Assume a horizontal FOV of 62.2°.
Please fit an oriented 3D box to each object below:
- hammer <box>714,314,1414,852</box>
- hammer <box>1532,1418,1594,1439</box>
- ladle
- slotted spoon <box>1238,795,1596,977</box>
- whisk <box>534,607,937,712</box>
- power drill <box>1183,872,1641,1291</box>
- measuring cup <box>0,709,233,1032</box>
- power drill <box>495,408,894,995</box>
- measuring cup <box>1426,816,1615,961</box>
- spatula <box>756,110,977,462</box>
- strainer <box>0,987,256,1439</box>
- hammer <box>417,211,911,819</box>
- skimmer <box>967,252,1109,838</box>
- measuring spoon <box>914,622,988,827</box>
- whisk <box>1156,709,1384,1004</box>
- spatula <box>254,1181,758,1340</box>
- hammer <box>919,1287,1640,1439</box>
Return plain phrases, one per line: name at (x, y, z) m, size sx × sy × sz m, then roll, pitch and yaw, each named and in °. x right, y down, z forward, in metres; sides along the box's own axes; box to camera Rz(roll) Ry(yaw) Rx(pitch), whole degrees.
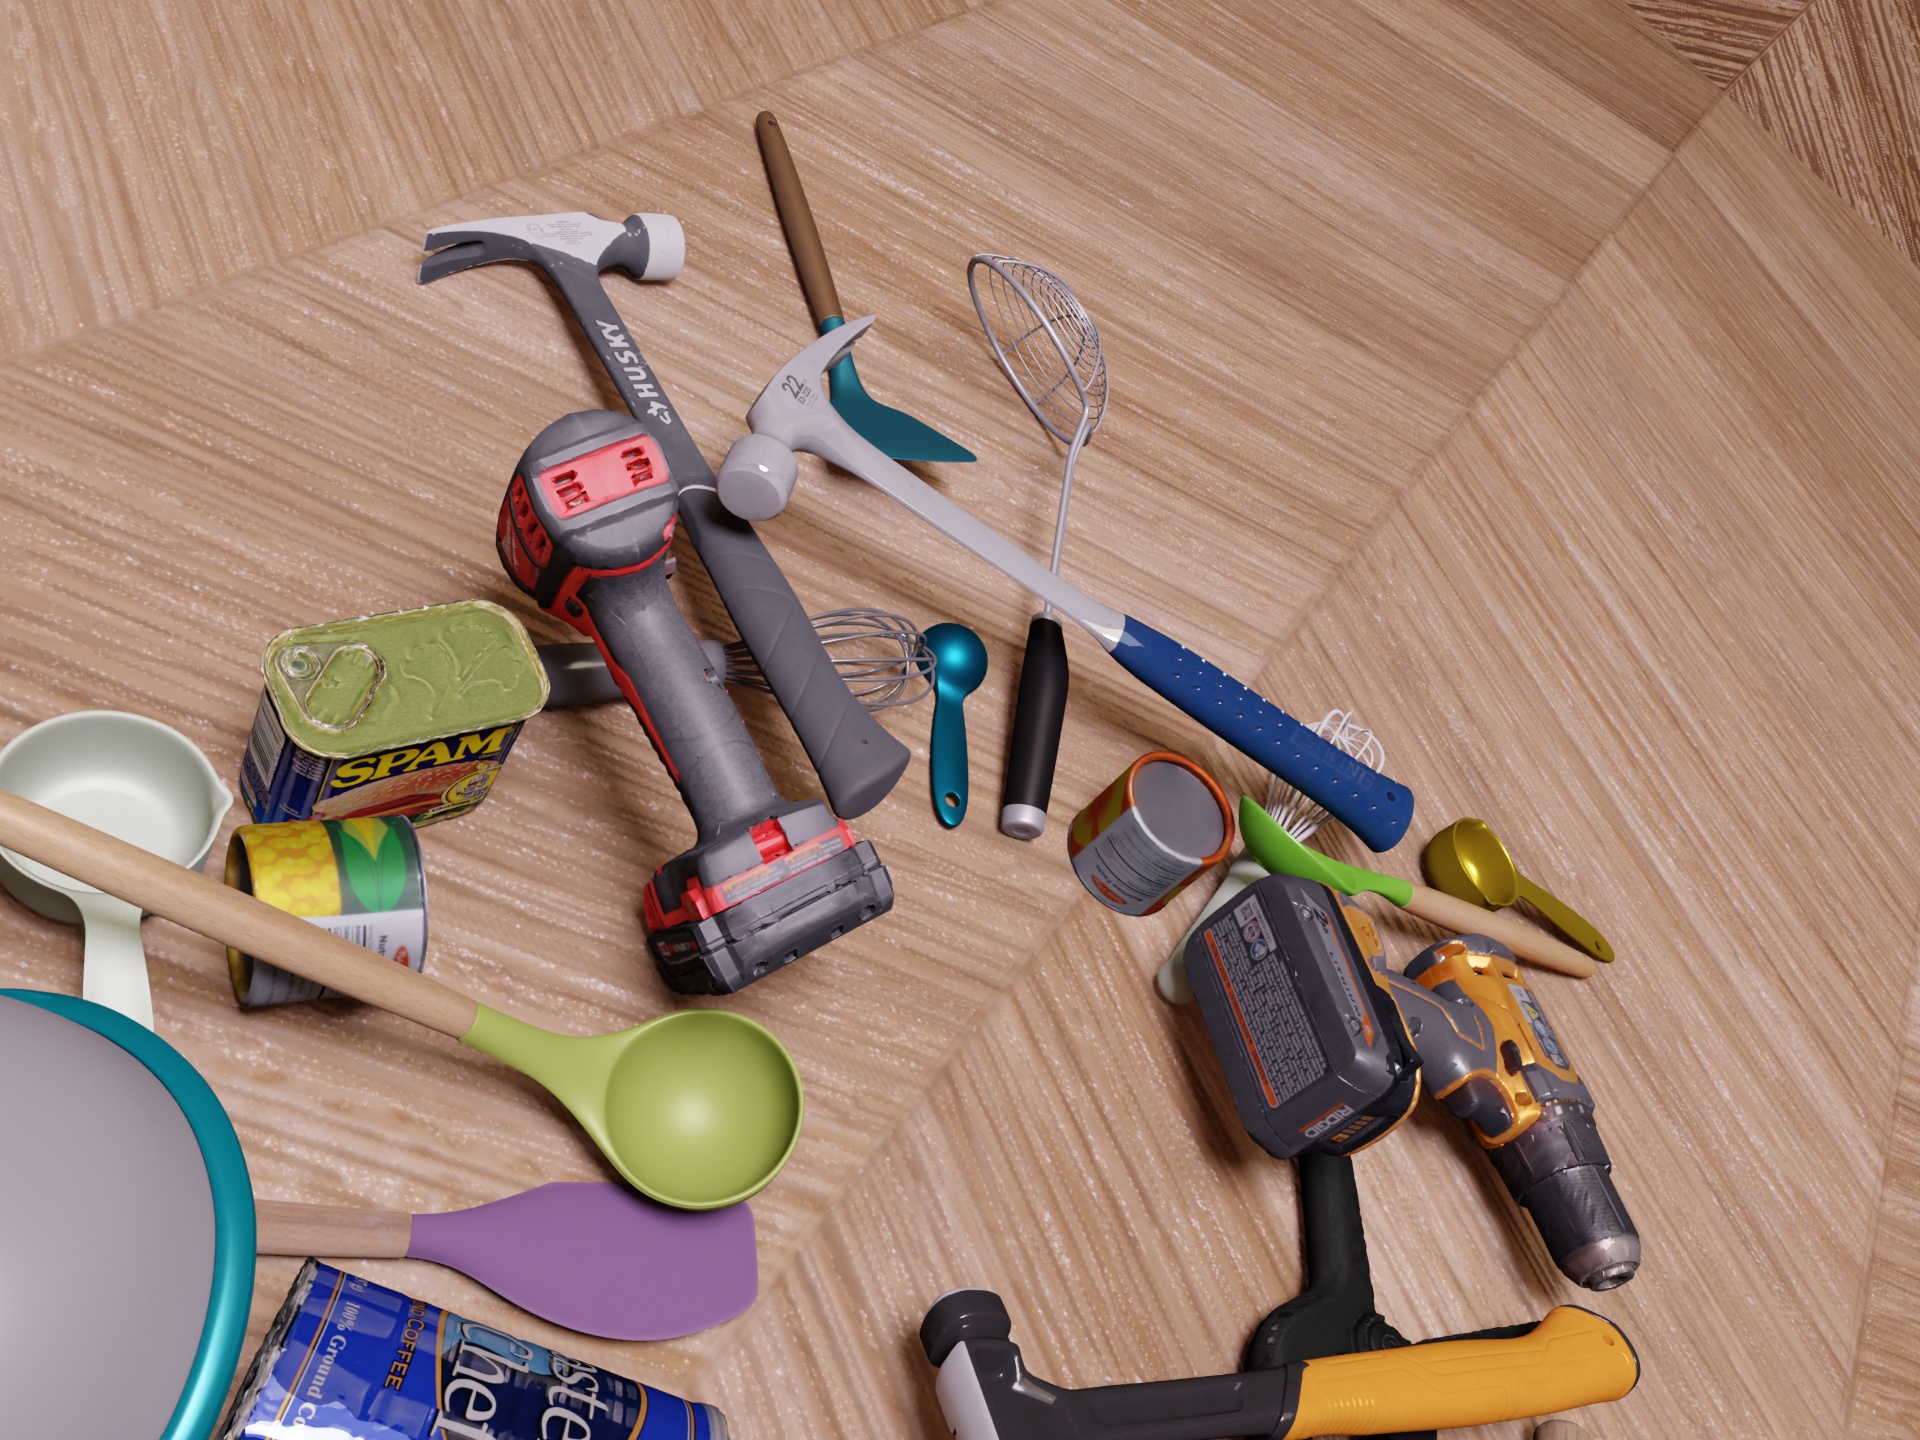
hammer at (0.071, -0.055, 0.806) m, size 0.405 × 0.035 × 0.144 m, roll 33°, pitch 46°, yaw -17°
hammer at (0.246, 0.434, 0.616) m, size 0.331 × 0.031 × 0.130 m, roll -68°, pitch 141°, yaw -51°
ladle at (-0.186, 0.090, 0.545) m, size 0.319 × 0.062 × 0.078 m, roll 35°, pitch 50°, yaw -33°
slotted spoon at (0.257, 0.102, 0.866) m, size 0.313 × 0.031 × 0.070 m, roll 22°, pitch 14°, yaw -35°
whisk at (-0.115, -0.024, 0.746) m, size 0.239 × 0.055 × 0.055 m, roll -5°, pitch 61°, yaw -30°
power drill at (0.227, 0.176, 0.763) m, size 0.226 × 0.084 × 0.186 m, roll 20°, pitch 38°, yaw -36°
measuring cup at (-0.298, 0.077, 0.556) m, size 0.083 × 0.038 × 0.168 m, roll 0°, pitch 60°, yaw -33°
power drill at (-0.120, -0.005, 0.640) m, size 0.078 × 0.143 × 0.219 m, roll -25°, pitch 91°, yaw -23°
measuring cup at (0.336, 0.112, 0.956) m, size 0.156 × 0.029 × 0.062 m, roll 33°, pitch 43°, yaw -24°
spatula at (-0.077, -0.261, 0.945) m, size 0.082 × 0.044 × 0.318 m, roll -2°, pitch 58°, yaw -30°
strainer at (-0.317, 0.096, 0.437) m, size 0.211 × 0.095 × 0.341 m, roll -12°, pitch 56°, yaw -7°
hammer at (-0.134, -0.118, 0.765) m, size 0.149 × 0.036 × 0.409 m, roll -10°, pitch 54°, yaw -35°
skimmer at (0.026, -0.104, 0.885) m, size 0.090 × 0.127 × 0.364 m, roll 2°, pitch 62°, yaw 13°
measuring spoon at (-0.001, -0.003, 0.815) m, size 0.042 × 0.021 × 0.129 m, roll 17°, pitch 48°, yaw -21°
whisk at (0.167, 0.069, 0.862) m, size 0.059 × 0.057 × 0.246 m, roll 18°, pitch 42°, yaw 27°
spatula at (-0.216, 0.177, 0.546) m, size 0.315 × 0.018 × 0.060 m, roll 14°, pitch 45°, yaw -25°
hammer at (0.152, 0.275, 0.633) m, size 0.336 × 0.034 × 0.127 m, roll 7°, pitch 31°, yaw -29°
